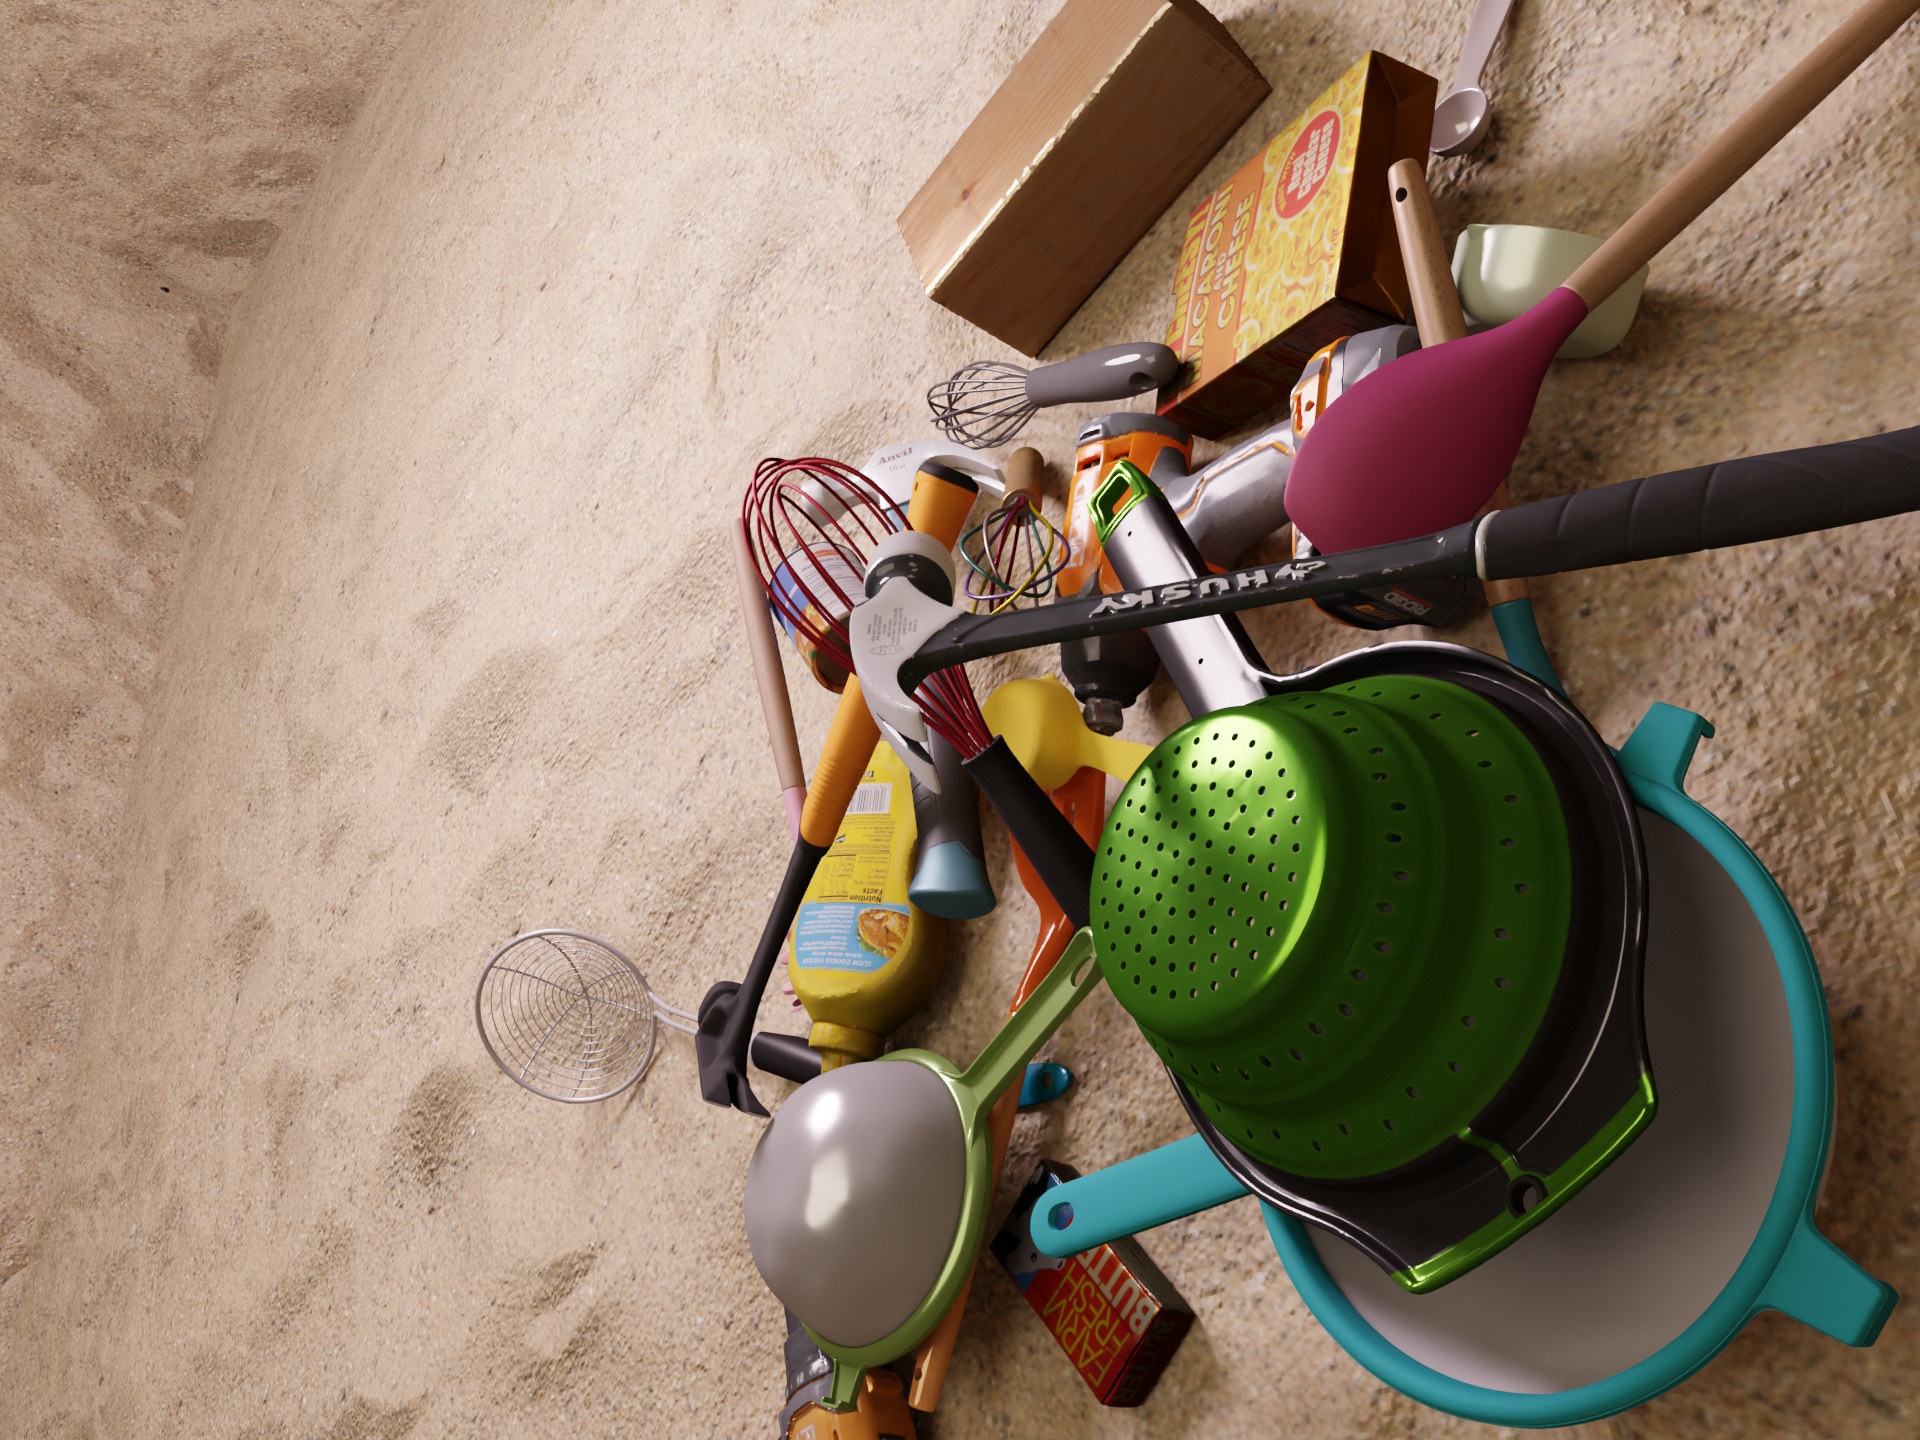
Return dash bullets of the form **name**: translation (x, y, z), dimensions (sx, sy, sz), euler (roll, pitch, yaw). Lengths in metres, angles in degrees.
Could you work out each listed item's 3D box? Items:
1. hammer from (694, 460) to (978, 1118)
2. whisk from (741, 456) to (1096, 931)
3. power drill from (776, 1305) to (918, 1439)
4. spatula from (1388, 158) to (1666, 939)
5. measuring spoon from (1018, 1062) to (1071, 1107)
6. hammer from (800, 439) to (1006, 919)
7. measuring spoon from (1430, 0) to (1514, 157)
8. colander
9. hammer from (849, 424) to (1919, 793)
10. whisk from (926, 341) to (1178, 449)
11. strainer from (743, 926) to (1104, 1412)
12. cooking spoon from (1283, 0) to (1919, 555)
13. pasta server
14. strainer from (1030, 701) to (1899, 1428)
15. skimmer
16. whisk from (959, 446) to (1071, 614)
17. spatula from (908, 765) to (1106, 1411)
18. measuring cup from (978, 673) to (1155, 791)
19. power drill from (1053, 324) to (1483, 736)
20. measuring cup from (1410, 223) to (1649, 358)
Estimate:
- **hammer**: translation (-0.063, 0.032, 0.805), dimensions (0.127, 0.034, 0.337), euler (-134, 64, -74)
- **whisk**: translation (-0.001, -0.002, 0.741), dimensions (0.073, 0.296, 0.073), euler (-36, 6, 4)
- **power drill**: translation (-0.108, 0.392, 0.809), dimensions (0.226, 0.084, 0.186), euler (-44, 41, 24)
- **spatula**: translation (0.205, -0.071, 0.622), dimensions (0.082, 0.044, 0.317), euler (-18, 81, 46)
- **measuring spoon**: translation (0.005, 0.188, 0.810), dimensions (0.128, 0.021, 0.042), euler (-22, 57, 44)
- **hammer**: translation (-0.020, -0.034, 0.879), dimensions (0.128, 0.033, 0.331), euler (-18, 51, 13)
- **measuring spoon**: translation (0.253, -0.320, 0.759), dimensions (0.034, 0.018, 0.124), euler (7, 72, 52)
- **colander**: translation (0.091, 0.006, 0.589), dimensions (0.204, 0.094, 0.398), euler (-51, 37, 26)
- **hammer**: translation (0.159, -0.055, 0.533), dimensions (0.409, 0.036, 0.149), euler (-10, 29, 9)
- **whisk**: translation (0.048, -0.183, 0.889), dimensions (0.239, 0.055, 0.055), euler (8, 79, 62)
- **strainer**: translation (-0.027, 0.184, 0.740), dimensions (0.256, 0.069, 0.152), euler (-52, 35, 19)
- **cooking spoon**: translation (0.250, -0.176, 0.600), dimensions (0.319, 0.017, 0.069), euler (-43, 82, 1)
- **pasta server**: translation (-0.114, 0.018, 0.972), dimensions (0.060, 0.040, 0.316), euler (114, 144, -67)
- **strainer**: translation (0.164, 0.152, 0.575), dimensions (0.340, 0.095, 0.211), euler (-36, 45, 42)
- **skimmer**: translation (-0.180, 0.204, 0.977), dimensions (0.363, 0.090, 0.127), euler (3, 109, 49)
- **whisk**: translation (0.027, -0.103, 0.827), dimensions (0.245, 0.051, 0.047), euler (-80, 8, -66)
- **spatula**: translation (0.018, 0.165, 0.774), dimensions (0.081, 0.041, 0.323), euler (-7, 60, 50)
- **measuring cup**: translation (0.063, 0.018, 0.752), dimensions (0.157, 0.029, 0.062), euler (19, 105, 49)
- **power drill**: translation (0.129, -0.079, 0.741), dimensions (0.226, 0.084, 0.164), euler (-9, 69, 53)
- **measuring cup**: translation (0.222, -0.179, 0.693), dimensions (0.168, 0.083, 0.038), euler (-159, 81, -69)
